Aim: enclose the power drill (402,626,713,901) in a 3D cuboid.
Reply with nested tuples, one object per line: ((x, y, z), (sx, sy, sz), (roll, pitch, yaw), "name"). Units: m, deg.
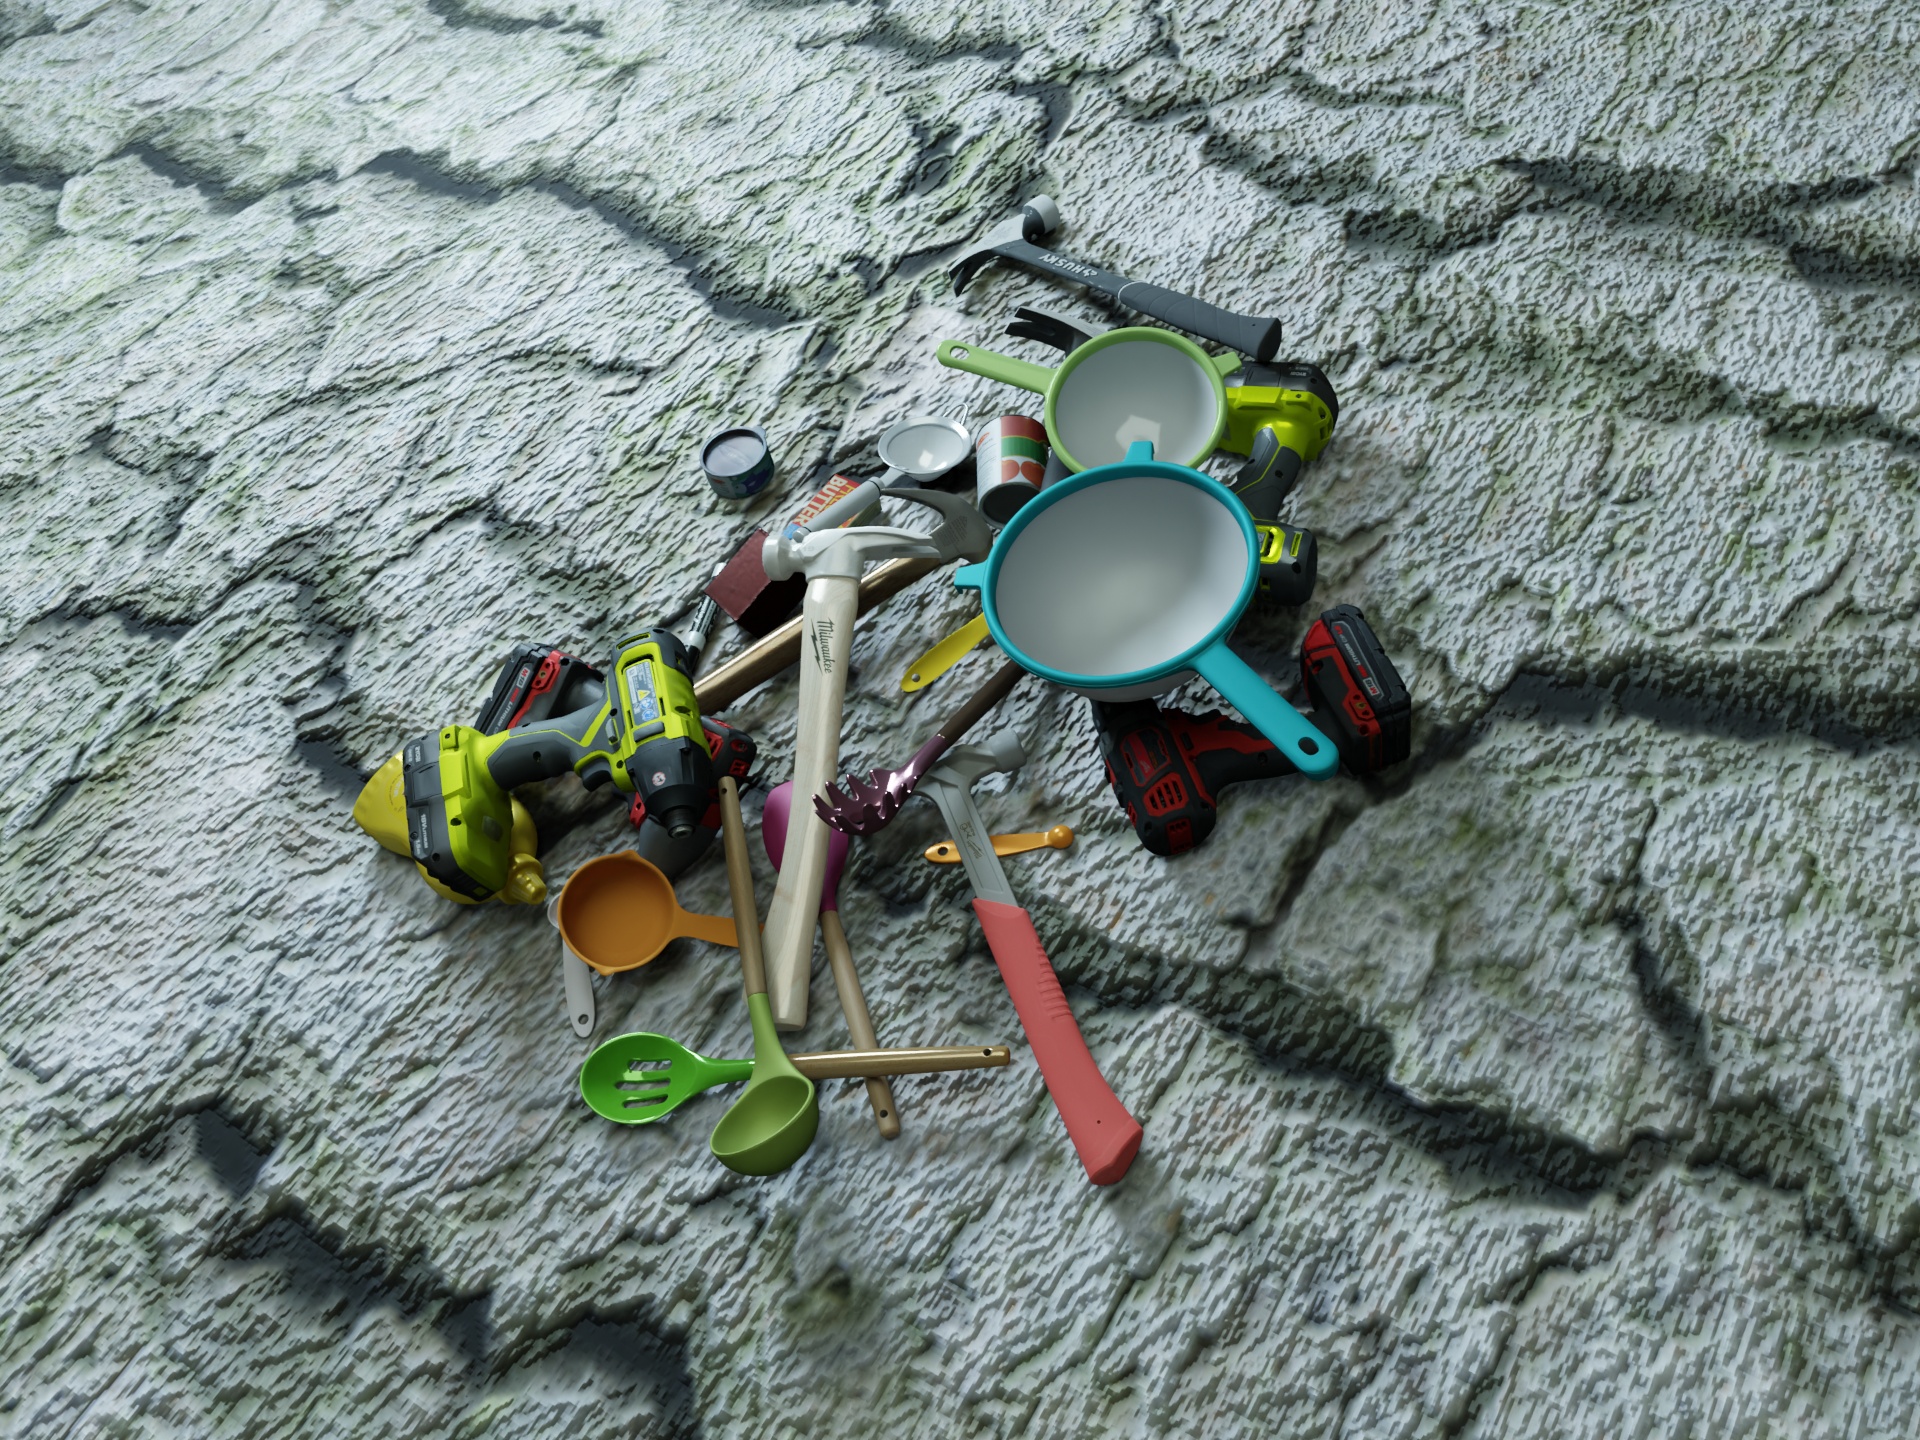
((-0.298, 0.043, 1.196), (0.223, 0.080, 0.171), (-22, 58, 7), "power drill")

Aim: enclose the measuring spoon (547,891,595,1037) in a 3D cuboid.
((-0.295, 0.189, 1.229), (0.034, 0.018, 0.124), (-15, 60, -1), "measuring spoon")

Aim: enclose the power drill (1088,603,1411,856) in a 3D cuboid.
((0.212, -0.010, 1.229), (0.226, 0.080, 0.188), (-20, 53, 0), "power drill")

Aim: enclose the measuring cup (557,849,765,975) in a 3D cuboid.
((-0.220, 0.156, 1.216), (0.173, 0.052, 0.095), (12, 76, -11), "measuring cup")

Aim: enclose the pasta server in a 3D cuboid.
((-0.002, -0.004, 1.244), (0.060, 0.040, 0.316), (7, 38, 39), "pasta server")

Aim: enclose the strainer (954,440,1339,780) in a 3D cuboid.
((0.163, -0.051, 1.178), (0.211, 0.095, 0.341), (-37, 54, -7), "strainer")

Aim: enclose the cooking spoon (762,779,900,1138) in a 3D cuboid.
((-0.093, 0.168, 1.195), (0.069, 0.017, 0.319), (-22, 53, 1), "cooking spoon")

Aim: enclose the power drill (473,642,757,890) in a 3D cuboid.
((-0.283, 0.036, 1.286), (0.220, 0.078, 0.143), (25, 87, 20), "power drill")

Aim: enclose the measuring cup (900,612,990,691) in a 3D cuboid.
((0.014, -0.074, 1.339), (0.156, 0.029, 0.062), (-37, 86, 5), "measuring cup")

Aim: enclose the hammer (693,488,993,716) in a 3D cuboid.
((-0.120, -0.085, 1.351), (0.331, 0.031, 0.130), (-33, 93, -5), "hammer")

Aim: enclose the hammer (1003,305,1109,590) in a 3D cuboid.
((0.087, -0.233, 1.380), (0.146, 0.035, 0.335), (24, 51, -13), "hammer")

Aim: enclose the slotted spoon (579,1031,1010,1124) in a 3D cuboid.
((-0.119, 0.247, 1.124), (0.314, 0.031, 0.070), (-6, 55, 13), "slotted spoon")

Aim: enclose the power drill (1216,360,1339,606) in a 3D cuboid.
((0.222, -0.200, 1.363), (0.190, 0.080, 0.229), (7, 58, 22), "power drill")

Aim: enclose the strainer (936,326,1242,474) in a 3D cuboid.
((0.100, -0.266, 1.347), (0.256, 0.069, 0.151), (21, 76, 16), "strainer")

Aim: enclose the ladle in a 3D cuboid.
((-0.154, 0.169, 1.131), (0.078, 0.062, 0.320), (-24, 54, 14), "ladle")

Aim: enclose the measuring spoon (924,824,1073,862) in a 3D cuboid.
((0.029, 0.095, 1.227), (0.117, 0.011, 0.021), (-8, 53, 7), "measuring spoon")

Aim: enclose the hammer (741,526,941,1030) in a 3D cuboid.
((-0.103, 0.034, 1.232), (0.146, 0.038, 0.411), (-2, 66, 14), "hammer")

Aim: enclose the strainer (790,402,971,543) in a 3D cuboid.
((-0.073, -0.210, 1.422), (0.087, 0.050, 0.258), (26, 47, 27), "strainer")

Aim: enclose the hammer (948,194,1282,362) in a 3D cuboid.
((0.147, -0.408, 1.504), (0.149, 0.036, 0.409), (-38, 44, -16), "hammer")

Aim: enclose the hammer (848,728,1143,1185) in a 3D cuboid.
((0.032, 0.169, 1.153), (0.149, 0.036, 0.359), (-24, 55, 0), "hammer")
